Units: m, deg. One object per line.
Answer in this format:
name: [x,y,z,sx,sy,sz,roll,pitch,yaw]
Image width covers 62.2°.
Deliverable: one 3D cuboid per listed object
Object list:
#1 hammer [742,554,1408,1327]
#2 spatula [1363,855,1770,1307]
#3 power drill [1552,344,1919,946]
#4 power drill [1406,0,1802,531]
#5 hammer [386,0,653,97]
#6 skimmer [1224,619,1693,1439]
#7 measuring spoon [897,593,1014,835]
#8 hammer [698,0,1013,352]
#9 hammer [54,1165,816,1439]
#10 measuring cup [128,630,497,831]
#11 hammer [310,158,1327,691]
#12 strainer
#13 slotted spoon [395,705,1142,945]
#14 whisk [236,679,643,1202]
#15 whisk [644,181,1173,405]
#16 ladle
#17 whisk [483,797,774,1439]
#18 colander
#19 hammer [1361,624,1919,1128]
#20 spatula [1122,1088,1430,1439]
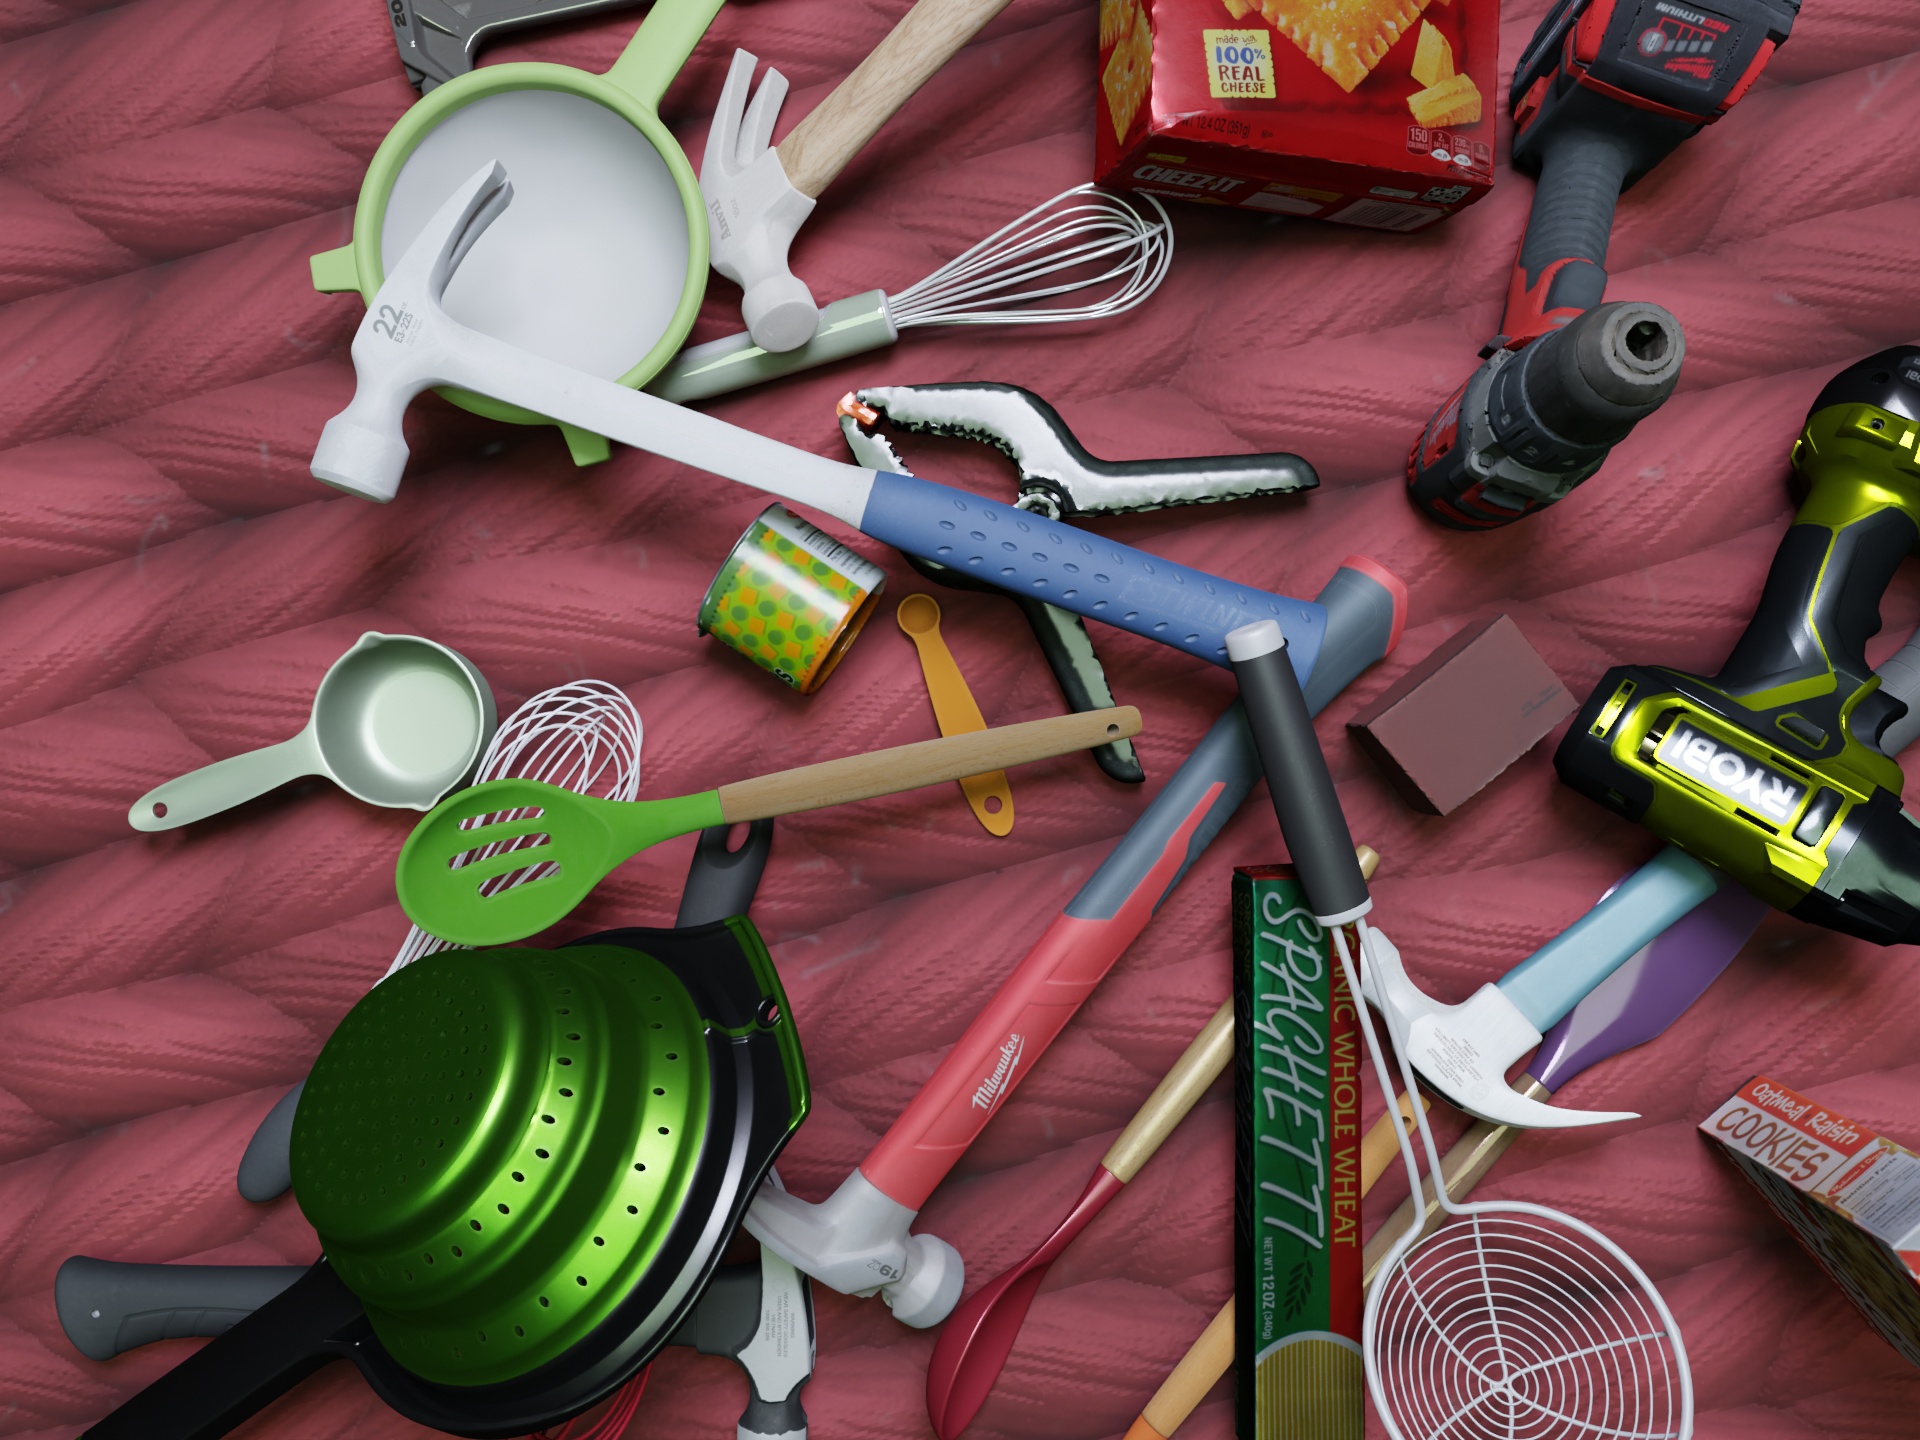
hammer: [0.053,0.075,0.680,0.143,0.038,0.386,41,85,-30]
spatula: [0.237,0.178,0.706,0.060,0.018,0.316,42,88,9]
power drill: [0.378,-0.026,0.653,0.171,0.080,0.223,33,83,22]
power drill: [0.256,-0.194,0.636,0.080,0.188,0.227,19,85,1]
hammer: [-0.083,-0.362,0.721,0.359,0.036,0.149,-12,88,1]
skimmer: [0.181,0.134,0.618,0.127,0.090,0.363,-21,98,-11]
measuring spoon: [-0.001,-0.002,0.722,0.021,0.011,0.117,-21,91,-1]
hammer: [0.010,-0.302,0.643,0.331,0.031,0.130,-38,59,25]
hammer: [-0.232,0.254,0.706,0.335,0.035,0.146,1,89,1]
measuring cup: [-0.288,0.016,0.713,0.167,0.038,0.083,-20,88,2]
hammer: [-0.046,-0.099,0.648,0.405,0.035,0.144,19,86,-2]
strainer: [-0.152,-0.246,0.698,0.151,0.069,0.256,34,92,-1]
slotted spoon: [-0.074,0.032,0.666,0.313,0.031,0.070,-12,110,-8]
whisk: [-0.232,0.102,0.701,0.070,0.070,0.284,37,94,2]
whisk: [-0.025,-0.184,0.710,0.246,0.058,0.059,-15,118,5]
ladle: [0.084,0.179,0.697,0.031,0.069,0.315,37,84,26]
whisk: [-0.132,0.163,0.667,0.073,0.073,0.296,15,70,2]
colander: [-0.247,0.201,0.613,0.397,0.094,0.205,-36,45,8]
hammer: [0.328,0.054,0.692,0.331,0.033,0.128,-38,72,-3]
spatula: [0.100,0.289,0.704,0.081,0.041,0.322,41,85,1]
